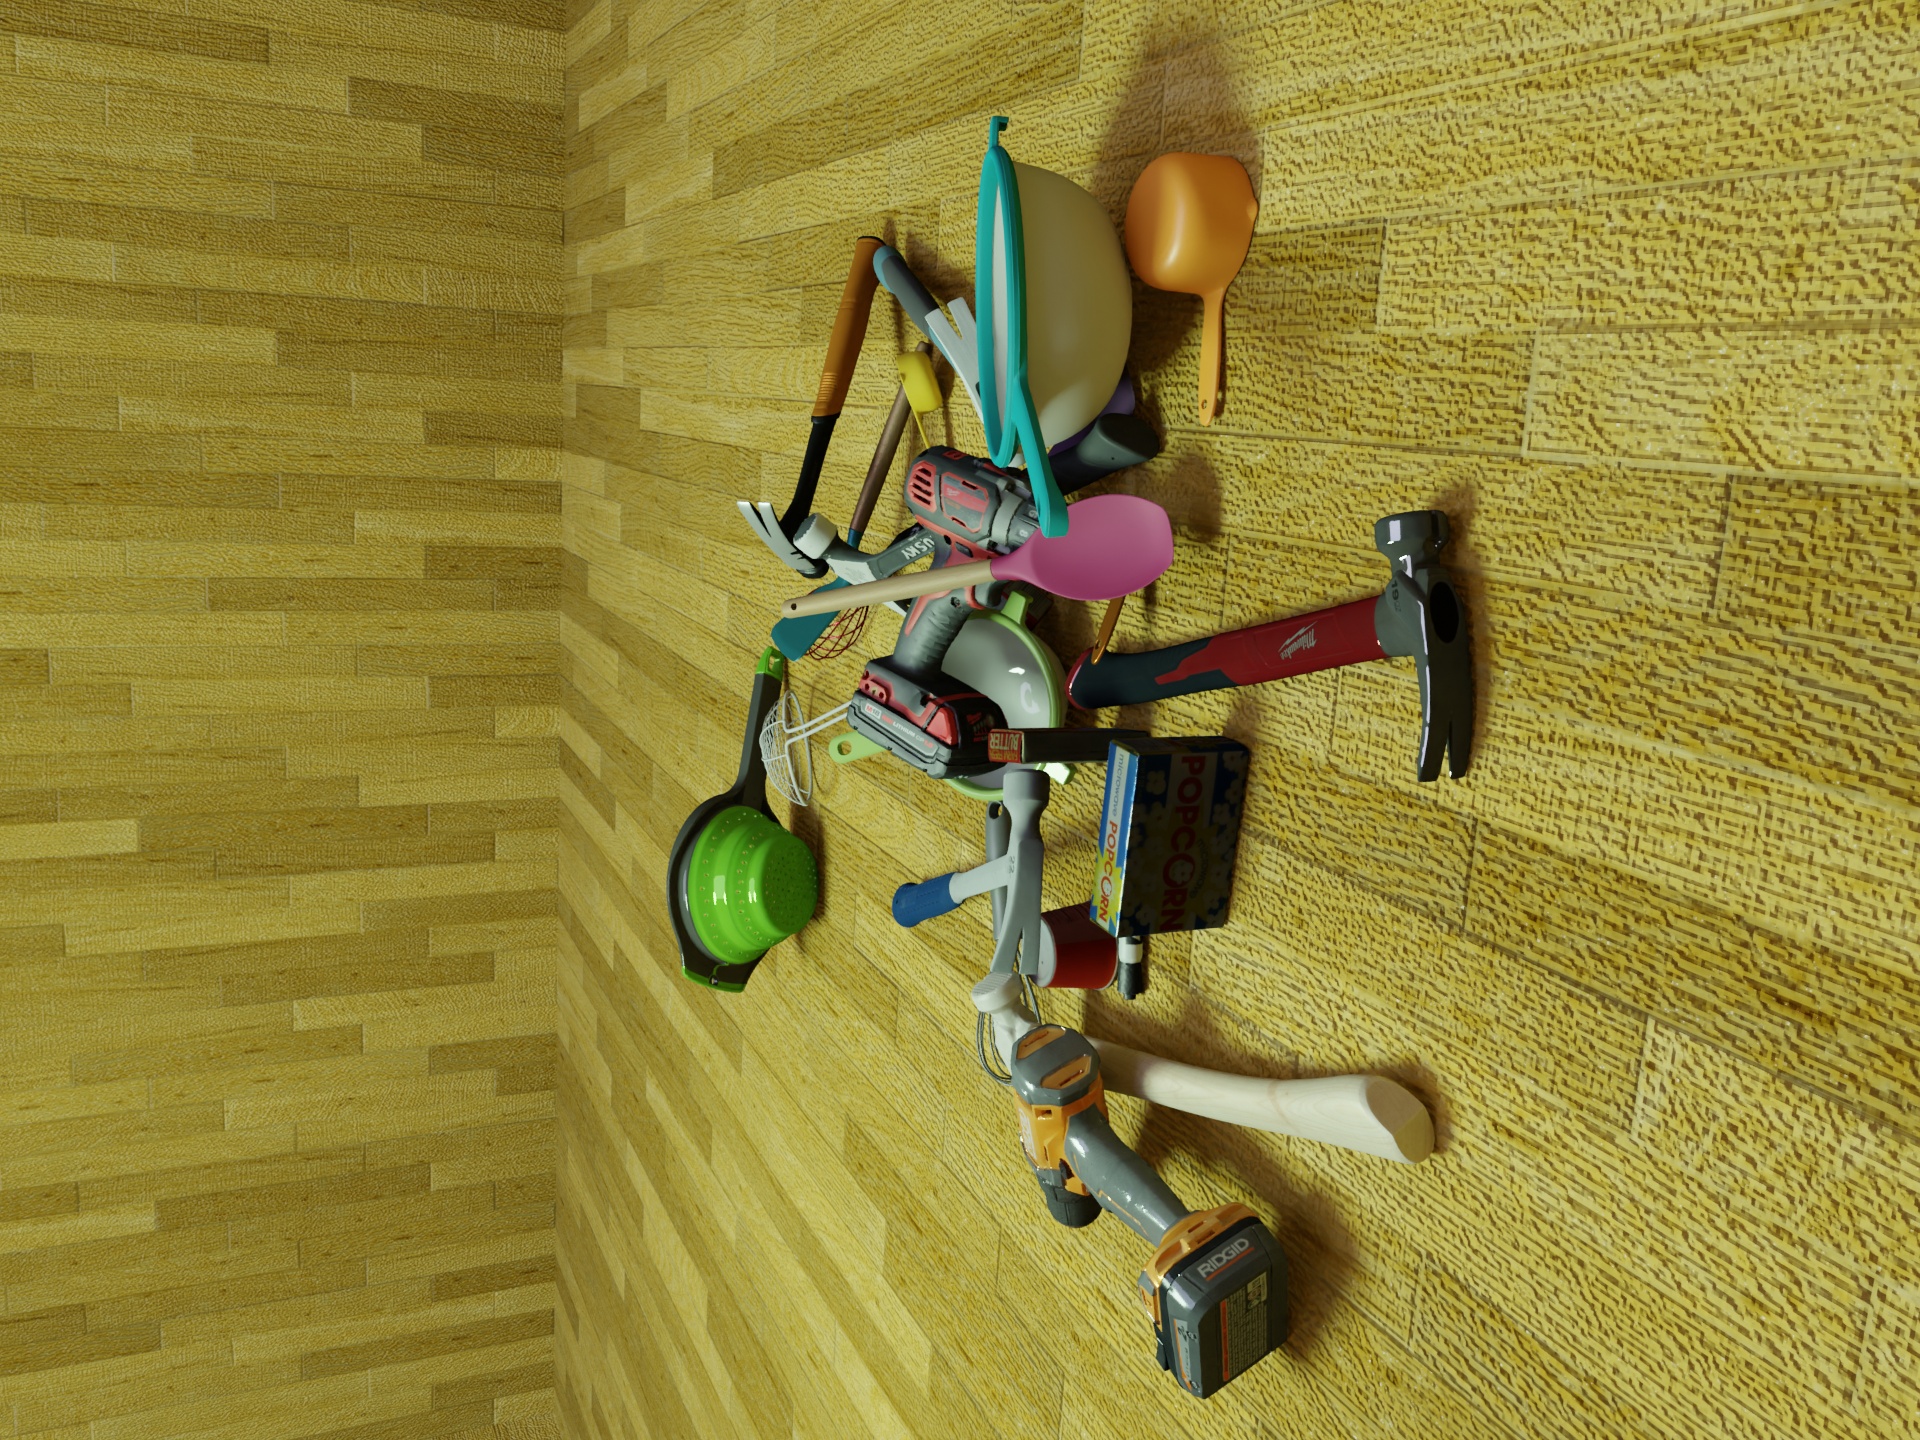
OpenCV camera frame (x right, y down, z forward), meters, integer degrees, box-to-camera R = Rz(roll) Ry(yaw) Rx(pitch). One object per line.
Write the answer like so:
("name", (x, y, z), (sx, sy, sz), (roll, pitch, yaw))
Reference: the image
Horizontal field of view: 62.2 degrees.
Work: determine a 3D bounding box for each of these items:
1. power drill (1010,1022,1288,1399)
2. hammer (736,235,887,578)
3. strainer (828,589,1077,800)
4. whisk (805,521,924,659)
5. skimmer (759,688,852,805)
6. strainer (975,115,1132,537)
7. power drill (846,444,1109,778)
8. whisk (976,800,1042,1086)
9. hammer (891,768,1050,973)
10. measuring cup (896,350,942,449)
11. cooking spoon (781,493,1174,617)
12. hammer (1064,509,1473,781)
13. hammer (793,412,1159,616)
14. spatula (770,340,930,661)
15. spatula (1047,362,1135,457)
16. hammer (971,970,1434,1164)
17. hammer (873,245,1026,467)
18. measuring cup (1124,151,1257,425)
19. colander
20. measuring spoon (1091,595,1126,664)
("power drill", (0.115, 0.330, 1.049), (0.226, 0.084, 0.185), (43, 152, 44))
("hammer", (-0.123, -0.307, 1.473), (0.034, 0.127, 0.337), (5, 70, 24))
("strainer", (-0.002, -0.004, 1.286), (0.256, 0.069, 0.151), (-17, 86, 43))
("whisk", (-0.096, -0.129, 1.559), (0.296, 0.073, 0.073), (-35, 60, 55))
("skimmer", (-0.107, -0.003, 1.624), (0.363, 0.090, 0.127), (-24, 69, 53))
("strainer", (0.072, -0.235, 1.038), (0.210, 0.095, 0.341), (92, 172, -45))
("power drill", (0.019, -0.071, 1.163), (0.188, 0.080, 0.226), (30, 112, 33))
("whisk", (0.036, 0.178, 1.306), (0.055, 0.055, 0.239), (153, 117, -63))
("hammer", (0.000, 0.142, 1.304), (0.405, 0.035, 0.144), (142, 133, -72))
("measuring cup", (-0.019, -0.256, 1.416), (0.062, 0.029, 0.156), (22, -132, -80))
("cooking spoon", (0.003, -0.102, 1.116), (0.319, 0.017, 0.069), (-8, 92, 31))
("hammer", (0.173, -0.023, 1.001), (0.386, 0.038, 0.143), (168, 98, -65))
("hammer", (0.018, -0.160, 1.266), (0.409, 0.149, 0.036), (-17, 42, 56))
("spatula", (-0.097, -0.205, 1.488), (0.082, 0.044, 0.317), (45, 117, 57))
("spatula", (0.058, -0.186, 1.262), (0.316, 0.018, 0.060), (-38, 59, 59))
("hammer", (0.149, 0.247, 1.043), (0.411, 0.038, 0.146), (-7, 114, 60))
("hammer", (-0.020, -0.336, 1.363), (0.128, 0.033, 0.331), (63, 180, -38))
("measuring cup", (0.143, -0.279, 1.028), (0.095, 0.052, 0.173), (-175, 85, -65))
("colander", (-0.212, 0.104, 1.779), (0.094, 0.204, 0.397), (-3, 70, 32))
("measuring spoon", (0.110, -0.095, 1.118), (0.117, 0.011, 0.021), (-71, 18, -2))
